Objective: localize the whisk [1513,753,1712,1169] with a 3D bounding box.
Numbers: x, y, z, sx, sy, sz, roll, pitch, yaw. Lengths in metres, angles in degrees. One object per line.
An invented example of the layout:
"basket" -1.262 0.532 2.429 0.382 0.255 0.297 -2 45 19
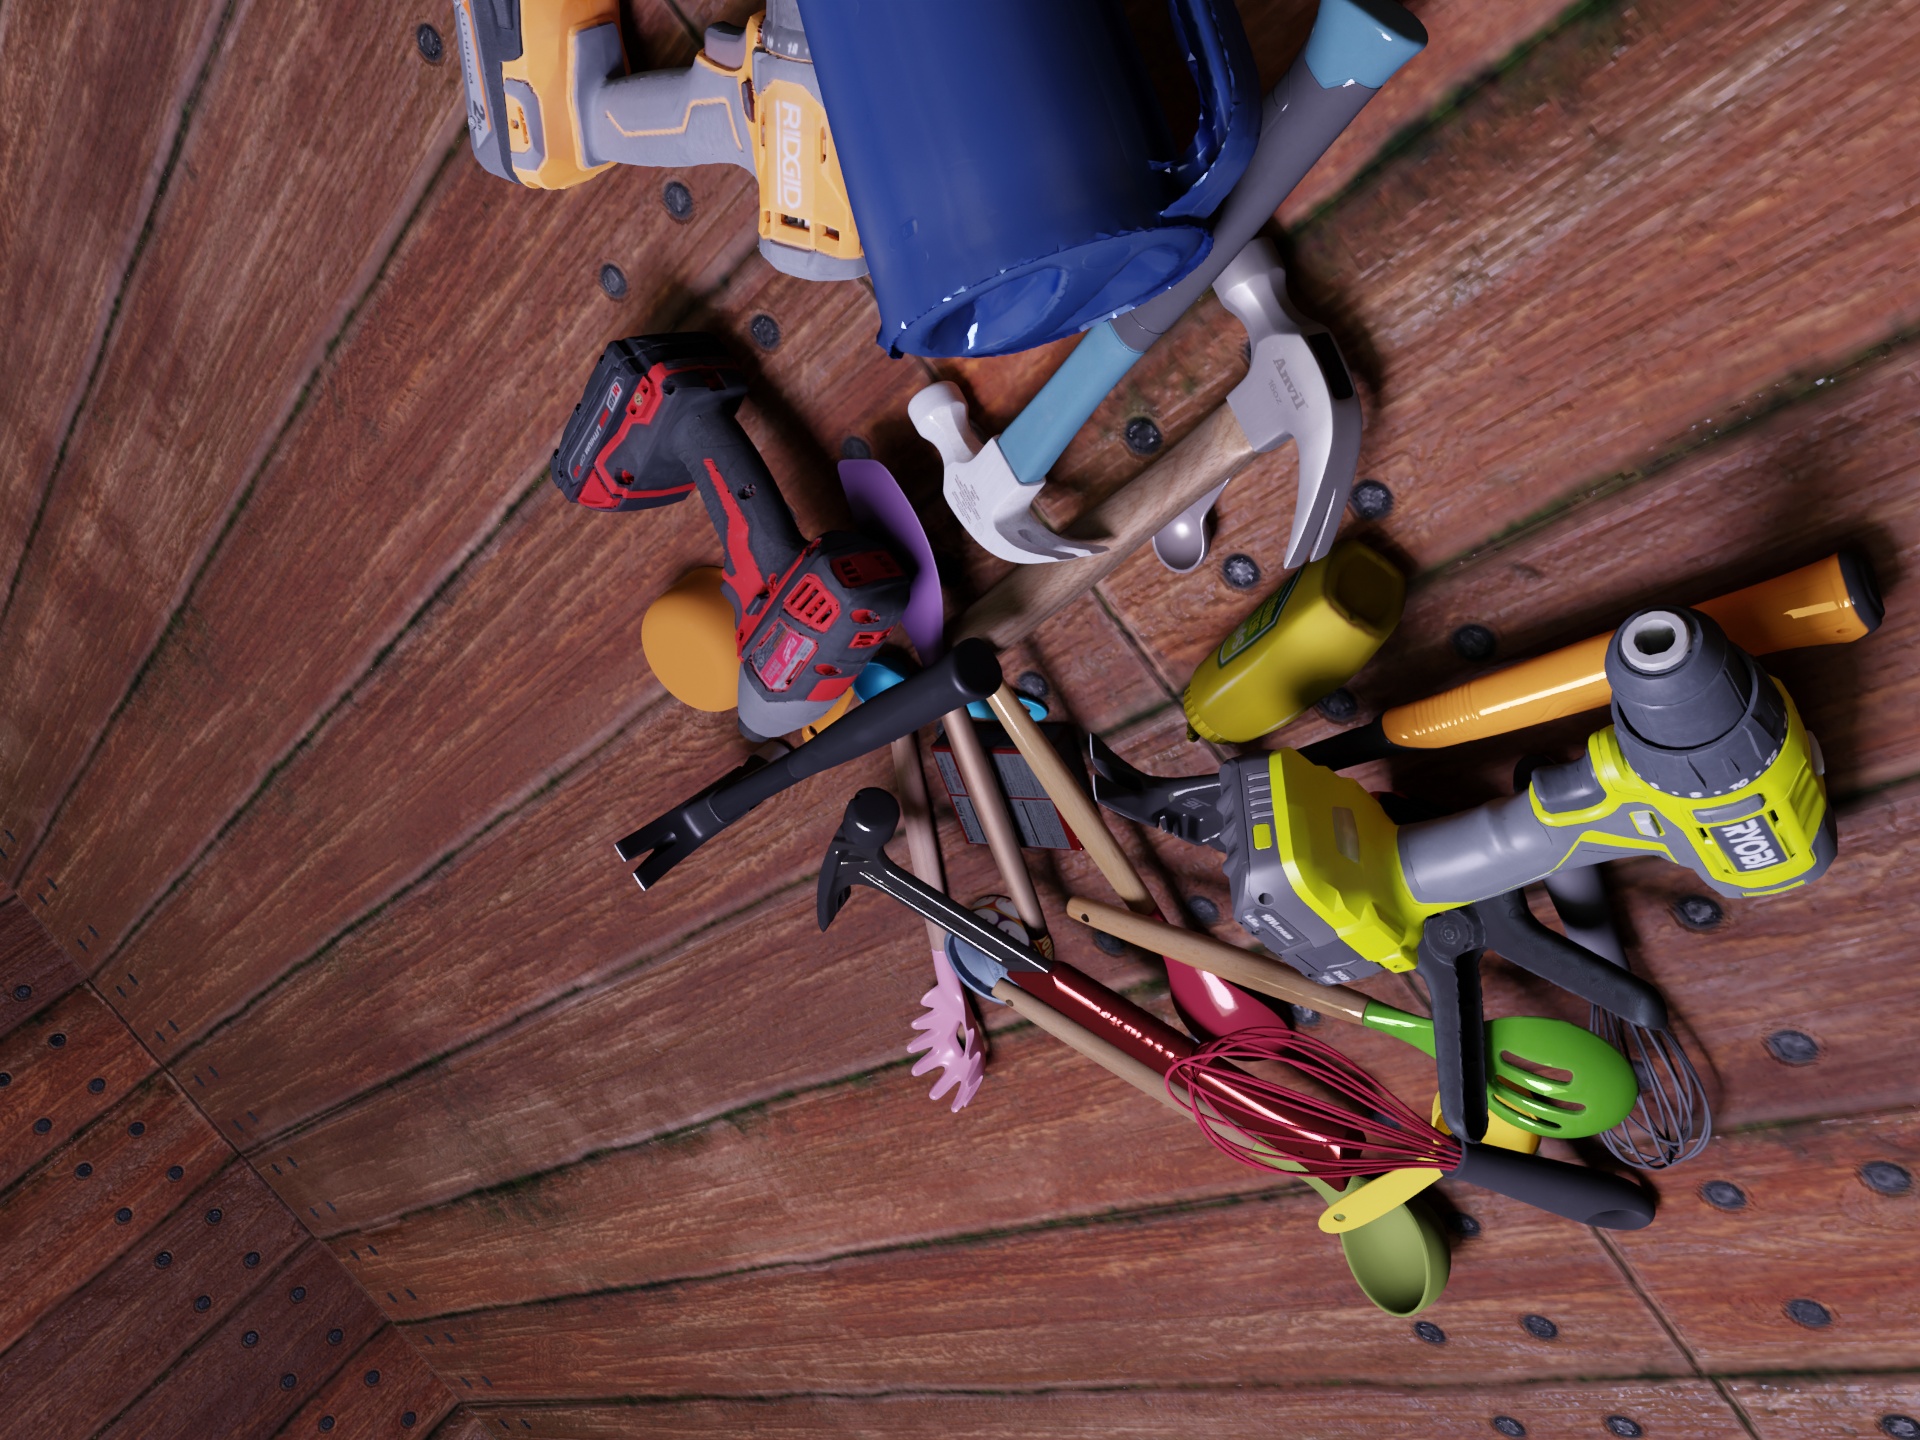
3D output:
"whisk" 0.312 0.122 0.776 0.055 0.055 0.239 -9 111 43

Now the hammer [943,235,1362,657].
"hammer" 0.074 -0.090 0.796 0.331 0.031 0.130 -36 76 52

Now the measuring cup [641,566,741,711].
"measuring cup" -0.152 -0.075 0.992 0.095 0.052 0.173 35 140 12

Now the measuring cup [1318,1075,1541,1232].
"measuring cup" 0.259 0.246 0.898 0.062 0.029 0.156 38 125 -8

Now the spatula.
"spatula" -0.001 -0.003 0.902 0.060 0.018 0.315 12 130 49

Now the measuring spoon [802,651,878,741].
"measuring spoon" -0.080 -0.016 1.011 0.021 0.011 0.117 42 139 4

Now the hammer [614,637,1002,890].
"hammer" -0.084 0.021 0.920 0.335 0.146 0.035 -26 98 52

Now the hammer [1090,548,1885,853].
"hammer" 0.219 -0.006 0.703 0.337 0.034 0.127 -21 150 37

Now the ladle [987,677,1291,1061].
"ladle" 0.094 0.088 0.911 0.069 0.031 0.315 -16 116 46

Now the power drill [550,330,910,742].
"power drill" -0.129 -0.098 0.885 0.220 0.078 0.143 52 130 16

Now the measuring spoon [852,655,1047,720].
"measuring spoon" -0.005 -0.019 0.949 0.129 0.021 0.042 9 135 23

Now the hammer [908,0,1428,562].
"hammer" 0.079 -0.182 0.693 0.331 0.033 0.128 -45 66 51

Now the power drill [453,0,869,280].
"power drill" -0.133 -0.326 0.763 0.226 0.084 0.185 21 131 21

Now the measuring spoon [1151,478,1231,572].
"measuring spoon" 0.127 -0.122 0.758 0.034 0.018 0.124 49 136 25

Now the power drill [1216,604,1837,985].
"power drill" 0.227 0.034 0.658 0.228 0.080 0.190 -19 145 29

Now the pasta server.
"pasta server" -0.022 0.133 1.061 0.060 0.040 0.316 22 133 40

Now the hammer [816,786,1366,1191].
"hammer" 0.073 0.172 0.951 0.359 0.037 0.149 31 146 8

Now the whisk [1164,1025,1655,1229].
"whisk" 0.239 0.220 0.822 0.295 0.073 0.073 20 141 -15

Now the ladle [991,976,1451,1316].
"ladle" 0.153 0.253 0.977 0.320 0.062 0.078 30 134 11

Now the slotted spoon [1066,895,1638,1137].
"slotted spoon" 0.190 0.147 0.837 0.314 0.031 0.070 17 122 33
